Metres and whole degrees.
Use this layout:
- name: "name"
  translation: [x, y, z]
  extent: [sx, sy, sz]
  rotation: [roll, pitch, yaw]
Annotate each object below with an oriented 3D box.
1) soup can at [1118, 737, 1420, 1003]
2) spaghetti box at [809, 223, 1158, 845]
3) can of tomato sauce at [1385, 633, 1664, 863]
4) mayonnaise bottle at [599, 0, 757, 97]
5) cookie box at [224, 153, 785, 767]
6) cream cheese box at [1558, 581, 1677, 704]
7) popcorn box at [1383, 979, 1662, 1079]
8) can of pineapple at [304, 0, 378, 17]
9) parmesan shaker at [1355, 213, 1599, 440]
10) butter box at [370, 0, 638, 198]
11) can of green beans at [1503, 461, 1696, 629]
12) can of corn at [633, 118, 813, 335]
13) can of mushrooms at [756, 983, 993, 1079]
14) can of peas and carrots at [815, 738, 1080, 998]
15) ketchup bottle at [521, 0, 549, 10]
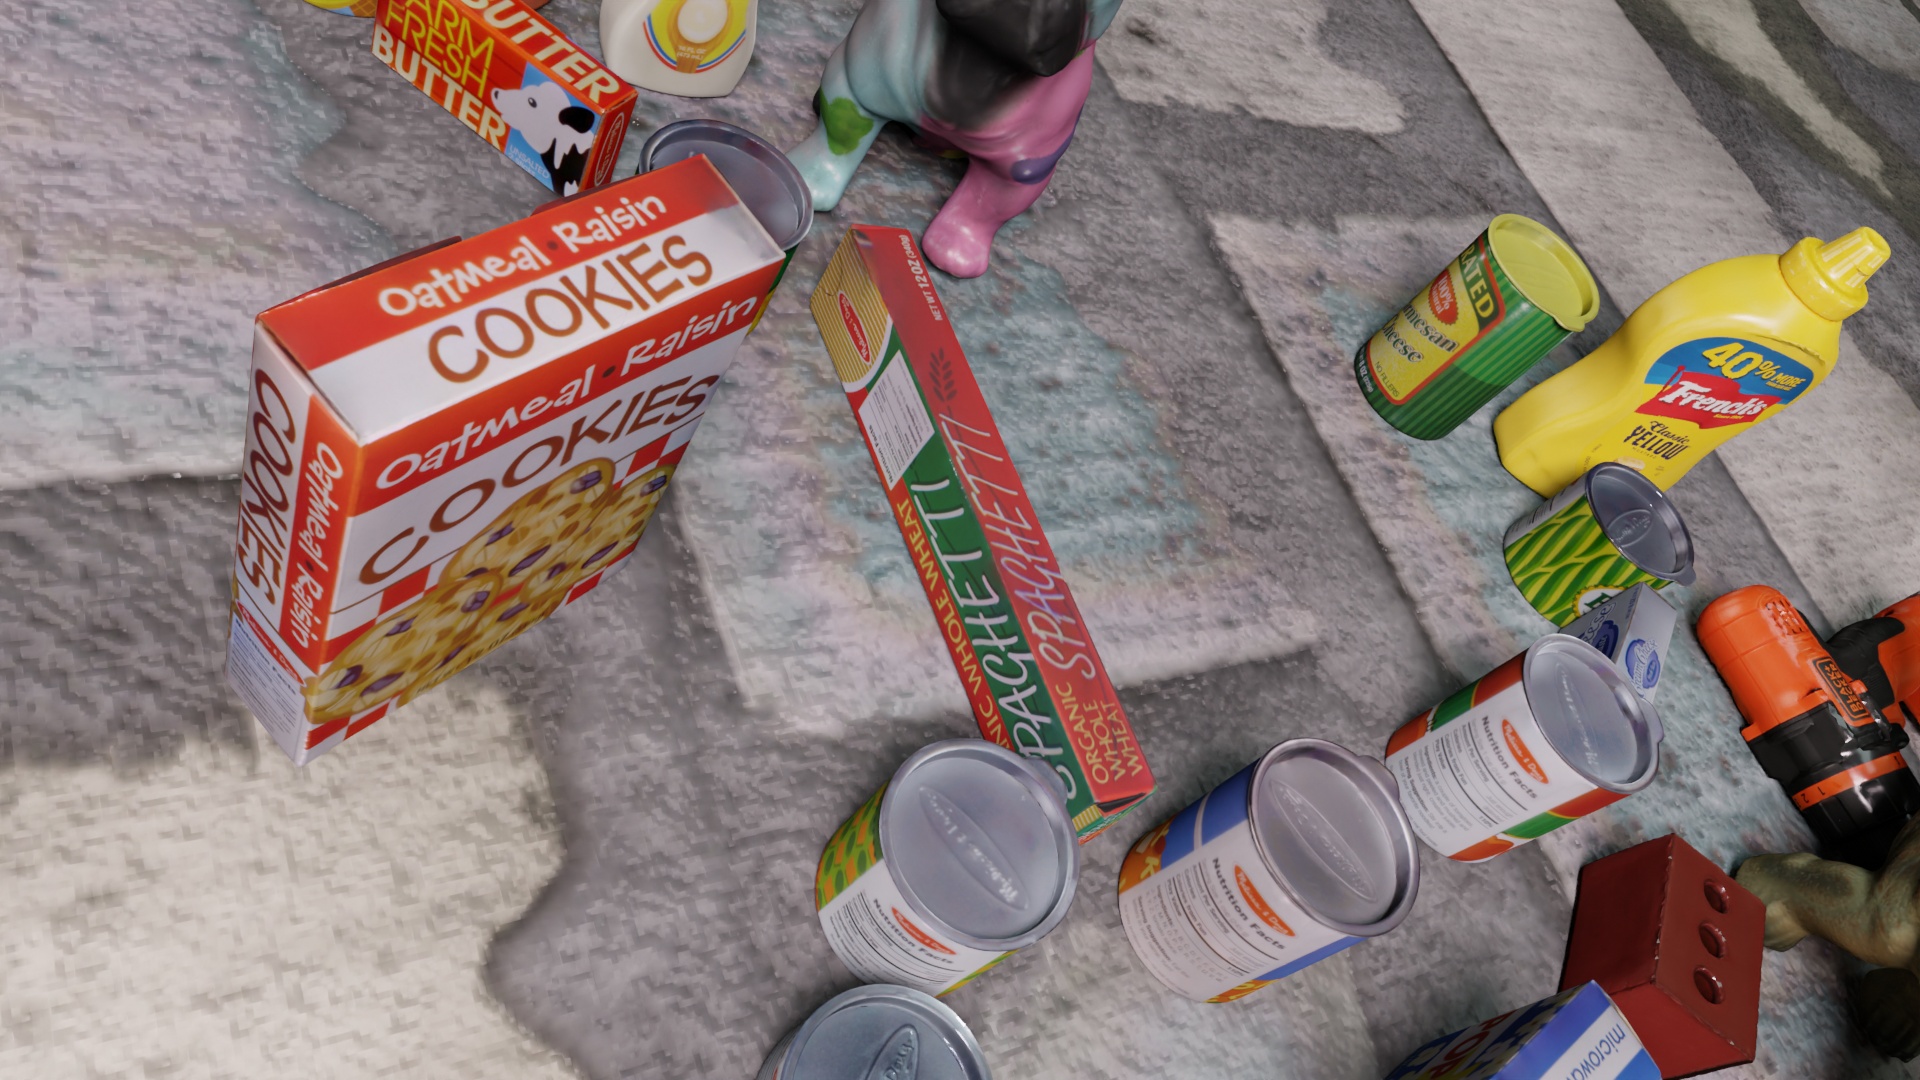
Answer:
- name: "soup can"
  translation: [0.104, 0.113, 0.474]
  extent: [0.071, 0.083, 0.072]
  rotation: [15, 53, -21]
- name: "spaghetti box"
  translation: [0.002, -0.007, 0.520]
  extent: [0.029, 0.050, 0.251]
  rotation: [-7, 63, -33]
- name: "can of tomato sauce"
  translation: [0.226, 0.086, 0.562]
  extent: [0.071, 0.082, 0.071]
  rotation: [15, 53, -21]
- name: "mayonnaise bottle"
  translation: [-0.100, -0.247, 0.561]
  extent: [0.065, 0.147, 0.041]
  rotation: [0, 59, -30]
- name: "cookie box"
  translation: [-0.128, -0.019, 0.375]
  extent: [0.040, 0.166, 0.123]
  rotation: [48, 49, 6]
- name: "cream cheese box"
  translation: [0.288, 0.067, 0.631]
  extent: [0.024, 0.053, 0.104]
  rotation: [42, 48, 1]
- name: "popcorn box"
  translation: [0.155, 0.196, 0.444]
  extent: [0.127, 0.084, 0.038]
  rotation: [-20, 71, -38]
- name: "can of pineapple"
  translation: [-0.240, -0.250, 0.543]
  extent: [0.071, 0.057, 0.071]
  rotation: [15, 53, -21]
- name: "parmesan shaker"
  translation: [0.256, -0.102, 0.695]
  extent: [0.071, 0.102, 0.071]
  rotation: [15, 53, -21]
- name: "butter box"
  translation: [-0.177, -0.181, 0.535]
  extent: [0.103, 0.053, 0.024]
  rotation: [38, 48, -2]
- name: "can of green beans"
  translation: [0.314, 0.004, 0.686]
  extent: [0.071, 0.057, 0.071]
  rotation: [15, 53, -21]
- name: "can of corn"
  translation: [-0.099, -0.116, 0.531]
  extent: [0.071, 0.058, 0.071]
  rotation: [15, 53, -21]
- name: "can of mushrooms"
  translation: [-0.024, 0.166, 0.398]
  extent: [0.071, 0.033, 0.071]
  rotation: [15, 53, -21]
- name: "can of peas and carrots"
  translation: [-0.004, 0.102, 0.436]
  extent: [0.071, 0.058, 0.071]
  rotation: [15, 53, -21]
- name: "ketchup bottle"
  translation: [-0.166, -0.279, 0.545]
  extent: [0.043, 0.148, 0.065]
  rotation: [35, 48, -4]
